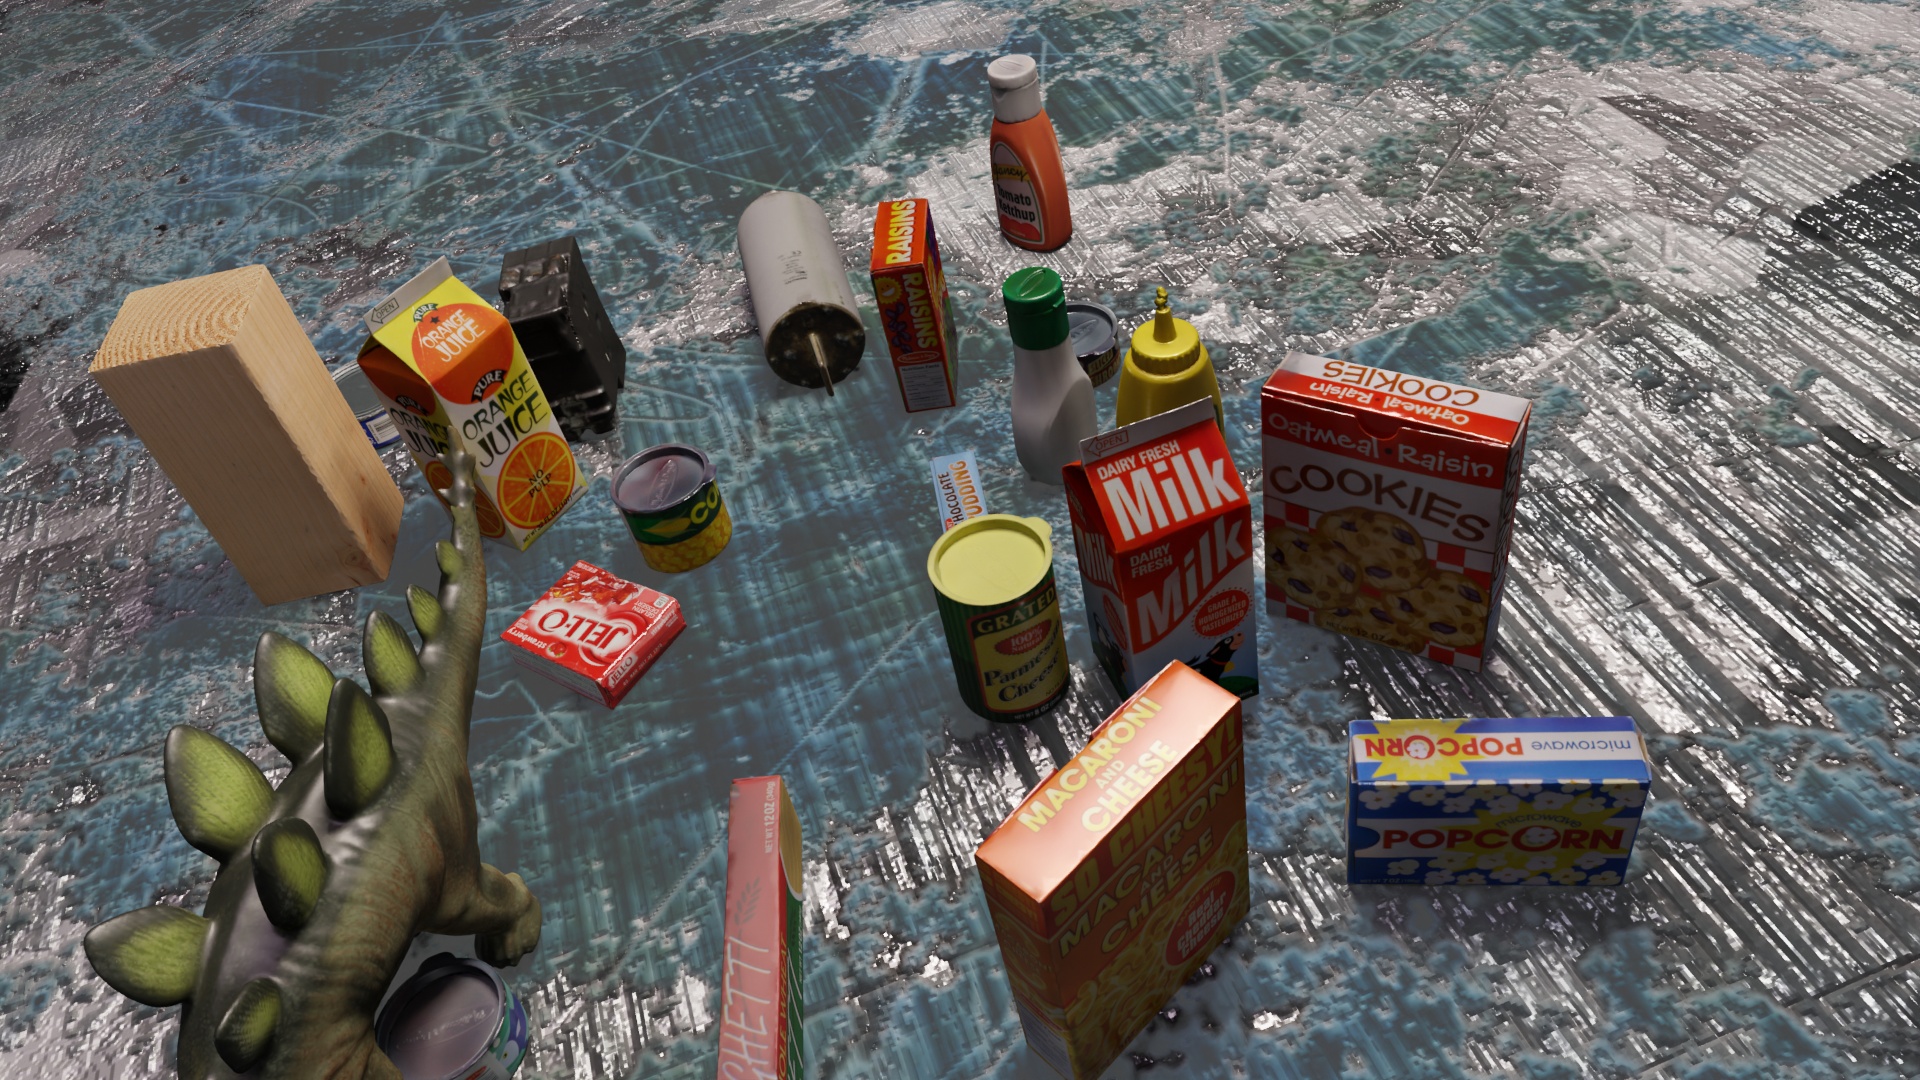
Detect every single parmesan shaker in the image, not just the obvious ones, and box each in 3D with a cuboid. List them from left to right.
[{"bbox_3d":[0.026,0.044,0.764,0.071,0.102,0.072,-7,44,7],"label":"parmesan shaker"}]

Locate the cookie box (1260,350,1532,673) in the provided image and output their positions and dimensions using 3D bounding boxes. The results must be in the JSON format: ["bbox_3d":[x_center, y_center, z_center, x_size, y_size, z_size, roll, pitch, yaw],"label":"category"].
[{"bbox_3d":[0.223,-0.013,0.729,0.123,0.166,0.040,17,51,27],"label":"cookie box"}]

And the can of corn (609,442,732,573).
[{"bbox_3d":[-0.186,-0.021,0.912,0.071,0.058,0.071,-7,44,7],"label":"can of corn"}]

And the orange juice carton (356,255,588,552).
[{"bbox_3d":[-0.326,-0.090,0.918,0.073,0.191,0.072,17,51,28],"label":"orange juice carton"}]

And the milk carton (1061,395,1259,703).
[{"bbox_3d":[0.104,0.009,0.718,0.072,0.189,0.074,-20,44,-8],"label":"milk carton"}]

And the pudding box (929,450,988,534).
[{"bbox_3d":[0.003,-0.011,0.863,0.030,0.049,0.084,-12,44,1],"label":"pudding box"}]

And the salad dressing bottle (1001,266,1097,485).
[{"bbox_3d":[0.055,-0.102,0.874,0.044,0.147,0.064,22,54,31],"label":"salad dressing bottle"}]

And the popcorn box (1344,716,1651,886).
[{"bbox_3d":[0.244,0.122,0.645,0.127,0.084,0.038,-2,45,11],"label":"popcorn box"}]

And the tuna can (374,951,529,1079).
[{"bbox_3d":[-0.248,0.239,0.678,0.071,0.032,0.071,-7,44,7],"label":"tuna can"}]

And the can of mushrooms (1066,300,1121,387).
[{"bbox_3d":[0.082,-0.137,0.986,0.071,0.033,0.071,-7,44,7],"label":"can of mushrooms"}]

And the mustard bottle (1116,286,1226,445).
[{"bbox_3d":[0.124,-0.081,0.827,0.065,0.159,0.049,-30,46,-17],"label":"mustard bottle"}]

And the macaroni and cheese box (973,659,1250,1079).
[{"bbox_3d":[0.071,0.148,0.600,0.124,0.165,0.040,-39,49,-25],"label":"macaroni and cheese box"}]

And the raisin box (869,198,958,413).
[{"bbox_3d":[-0.031,-0.165,0.976,0.040,0.122,0.086,-6,44,8],"label":"raisin box"}]

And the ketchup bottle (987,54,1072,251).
[{"bbox_3d":[0.050,-0.300,1.077,0.044,0.148,0.065,-40,50,-25],"label":"ketchup bottle"}]

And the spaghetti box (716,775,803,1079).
[{"bbox_3d":[-0.092,0.224,0.644,0.029,0.050,0.251,-10,44,3],"label":"spaghetti box"}]
